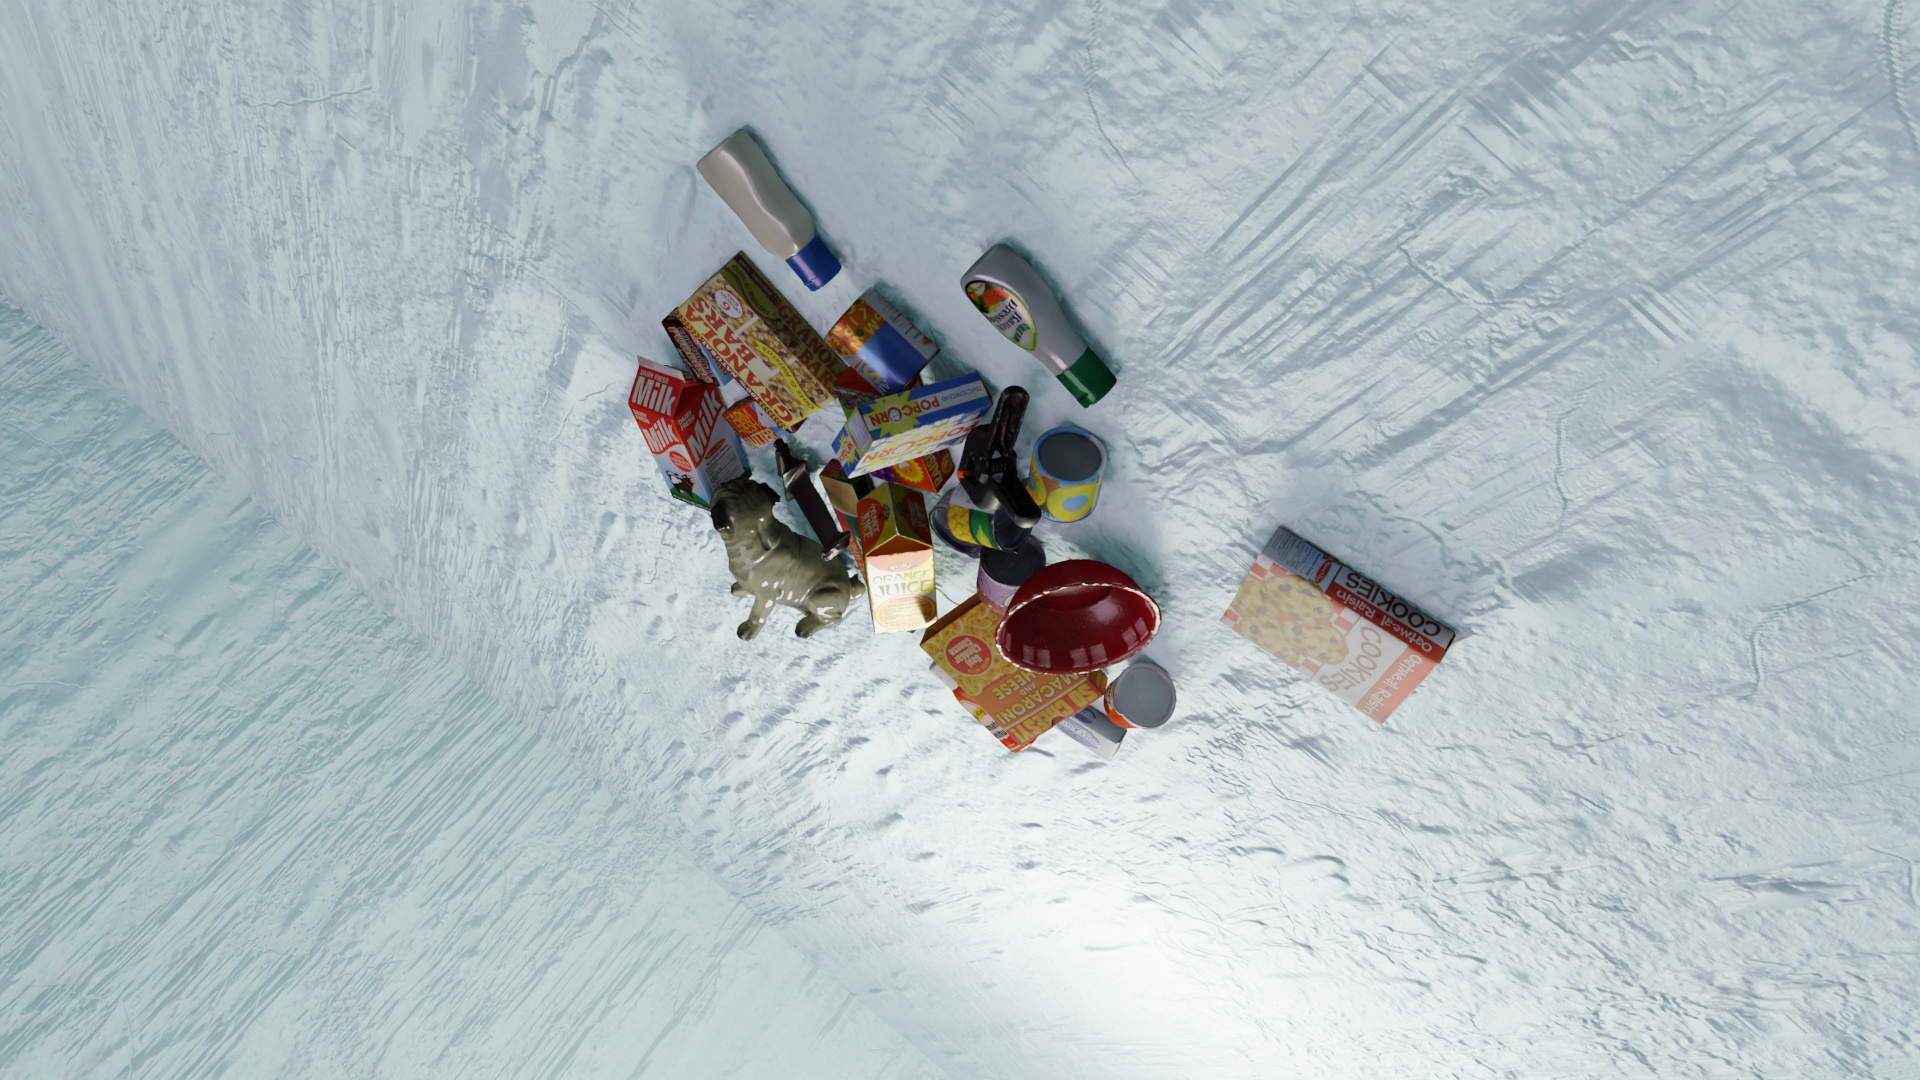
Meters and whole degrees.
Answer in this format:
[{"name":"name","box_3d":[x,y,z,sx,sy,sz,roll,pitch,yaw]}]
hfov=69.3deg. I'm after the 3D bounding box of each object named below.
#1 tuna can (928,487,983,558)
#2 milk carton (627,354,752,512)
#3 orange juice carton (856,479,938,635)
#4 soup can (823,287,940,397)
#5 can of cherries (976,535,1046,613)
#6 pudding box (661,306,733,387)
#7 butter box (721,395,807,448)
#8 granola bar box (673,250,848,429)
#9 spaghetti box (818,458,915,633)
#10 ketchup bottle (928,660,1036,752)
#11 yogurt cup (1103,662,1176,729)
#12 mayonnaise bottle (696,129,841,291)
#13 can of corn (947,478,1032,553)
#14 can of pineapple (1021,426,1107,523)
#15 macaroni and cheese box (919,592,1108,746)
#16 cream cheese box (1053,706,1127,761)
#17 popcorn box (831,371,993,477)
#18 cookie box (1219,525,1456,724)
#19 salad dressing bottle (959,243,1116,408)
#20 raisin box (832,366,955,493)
[{"name":"tuna can","box_3d":[0.005,-0.018,1.408,0.071,0.033,0.070,28,149,19]},{"name":"milk carton","box_3d":[-0.308,-0.127,1.561,0.072,0.074,0.189,21,146,29]},{"name":"orange juice carton","box_3d":[-0.067,0.016,1.466,0.073,0.072,0.191,-8,143,-4]},{"name":"soup can","box_3d":[-0.072,-0.173,1.242,0.084,0.072,0.071,42,150,-5]},{"name":"can of cherries","box_3d":[0.052,0.034,1.392,0.071,0.072,0.058,30,149,14]},{"name":"pudding box","box_3d":[-0.272,-0.203,1.461,0.049,0.030,0.083,12,141,36]},{"name":"butter box","box_3d":[-0.213,-0.133,1.497,0.053,0.024,0.103,49,149,-19]},{"name":"granola bar box","box_3d":[-0.197,-0.194,1.381,0.165,0.039,0.124,47,150,-15]},{"name":"spaghetti box","box_3d":[-0.096,0.012,1.564,0.050,0.029,0.248,18,144,33]},{"name":"ketchup bottle","box_3d":[0.028,0.189,1.657,0.149,0.044,0.064,43,150,-6]},{"name":"yogurt cup","box_3d":[0.182,0.164,1.434,0.072,0.072,0.053,40,158,-2]},{"name":"mayonnaise bottle","box_3d":[-0.164,-0.286,1.218,0.148,0.041,0.064,50,150,-20]},{"name":"can of corn","box_3d":[0.030,-0.025,1.336,0.058,0.071,0.071,14,142,37]},{"name":"can of pineapple","box_3d":[0.091,-0.058,1.222,0.071,0.071,0.057,29,148,16]},{"name":"macaroni and cheese box","box_3d":[0.057,0.131,1.491,0.123,0.040,0.166,-37,105,28]},{"name":"cream cheese box","box_3d":[0.136,0.208,1.582,0.104,0.024,0.053,31,149,13]},{"name":"popcorn box","box_3d":[-0.043,-0.104,1.249,0.038,0.127,0.085,65,153,11]},{"name":"cookie box","box_3d":[0.318,0.073,1.183,0.167,0.040,0.122,33,150,12]},{"name":"salad dressing bottle","box_3d":[0.065,-0.171,1.120,0.147,0.044,0.064,45,151,-12]},{"name":"raisin box","box_3d":[-0.064,-0.109,1.352,0.086,0.040,0.122,15,144,34]}]
